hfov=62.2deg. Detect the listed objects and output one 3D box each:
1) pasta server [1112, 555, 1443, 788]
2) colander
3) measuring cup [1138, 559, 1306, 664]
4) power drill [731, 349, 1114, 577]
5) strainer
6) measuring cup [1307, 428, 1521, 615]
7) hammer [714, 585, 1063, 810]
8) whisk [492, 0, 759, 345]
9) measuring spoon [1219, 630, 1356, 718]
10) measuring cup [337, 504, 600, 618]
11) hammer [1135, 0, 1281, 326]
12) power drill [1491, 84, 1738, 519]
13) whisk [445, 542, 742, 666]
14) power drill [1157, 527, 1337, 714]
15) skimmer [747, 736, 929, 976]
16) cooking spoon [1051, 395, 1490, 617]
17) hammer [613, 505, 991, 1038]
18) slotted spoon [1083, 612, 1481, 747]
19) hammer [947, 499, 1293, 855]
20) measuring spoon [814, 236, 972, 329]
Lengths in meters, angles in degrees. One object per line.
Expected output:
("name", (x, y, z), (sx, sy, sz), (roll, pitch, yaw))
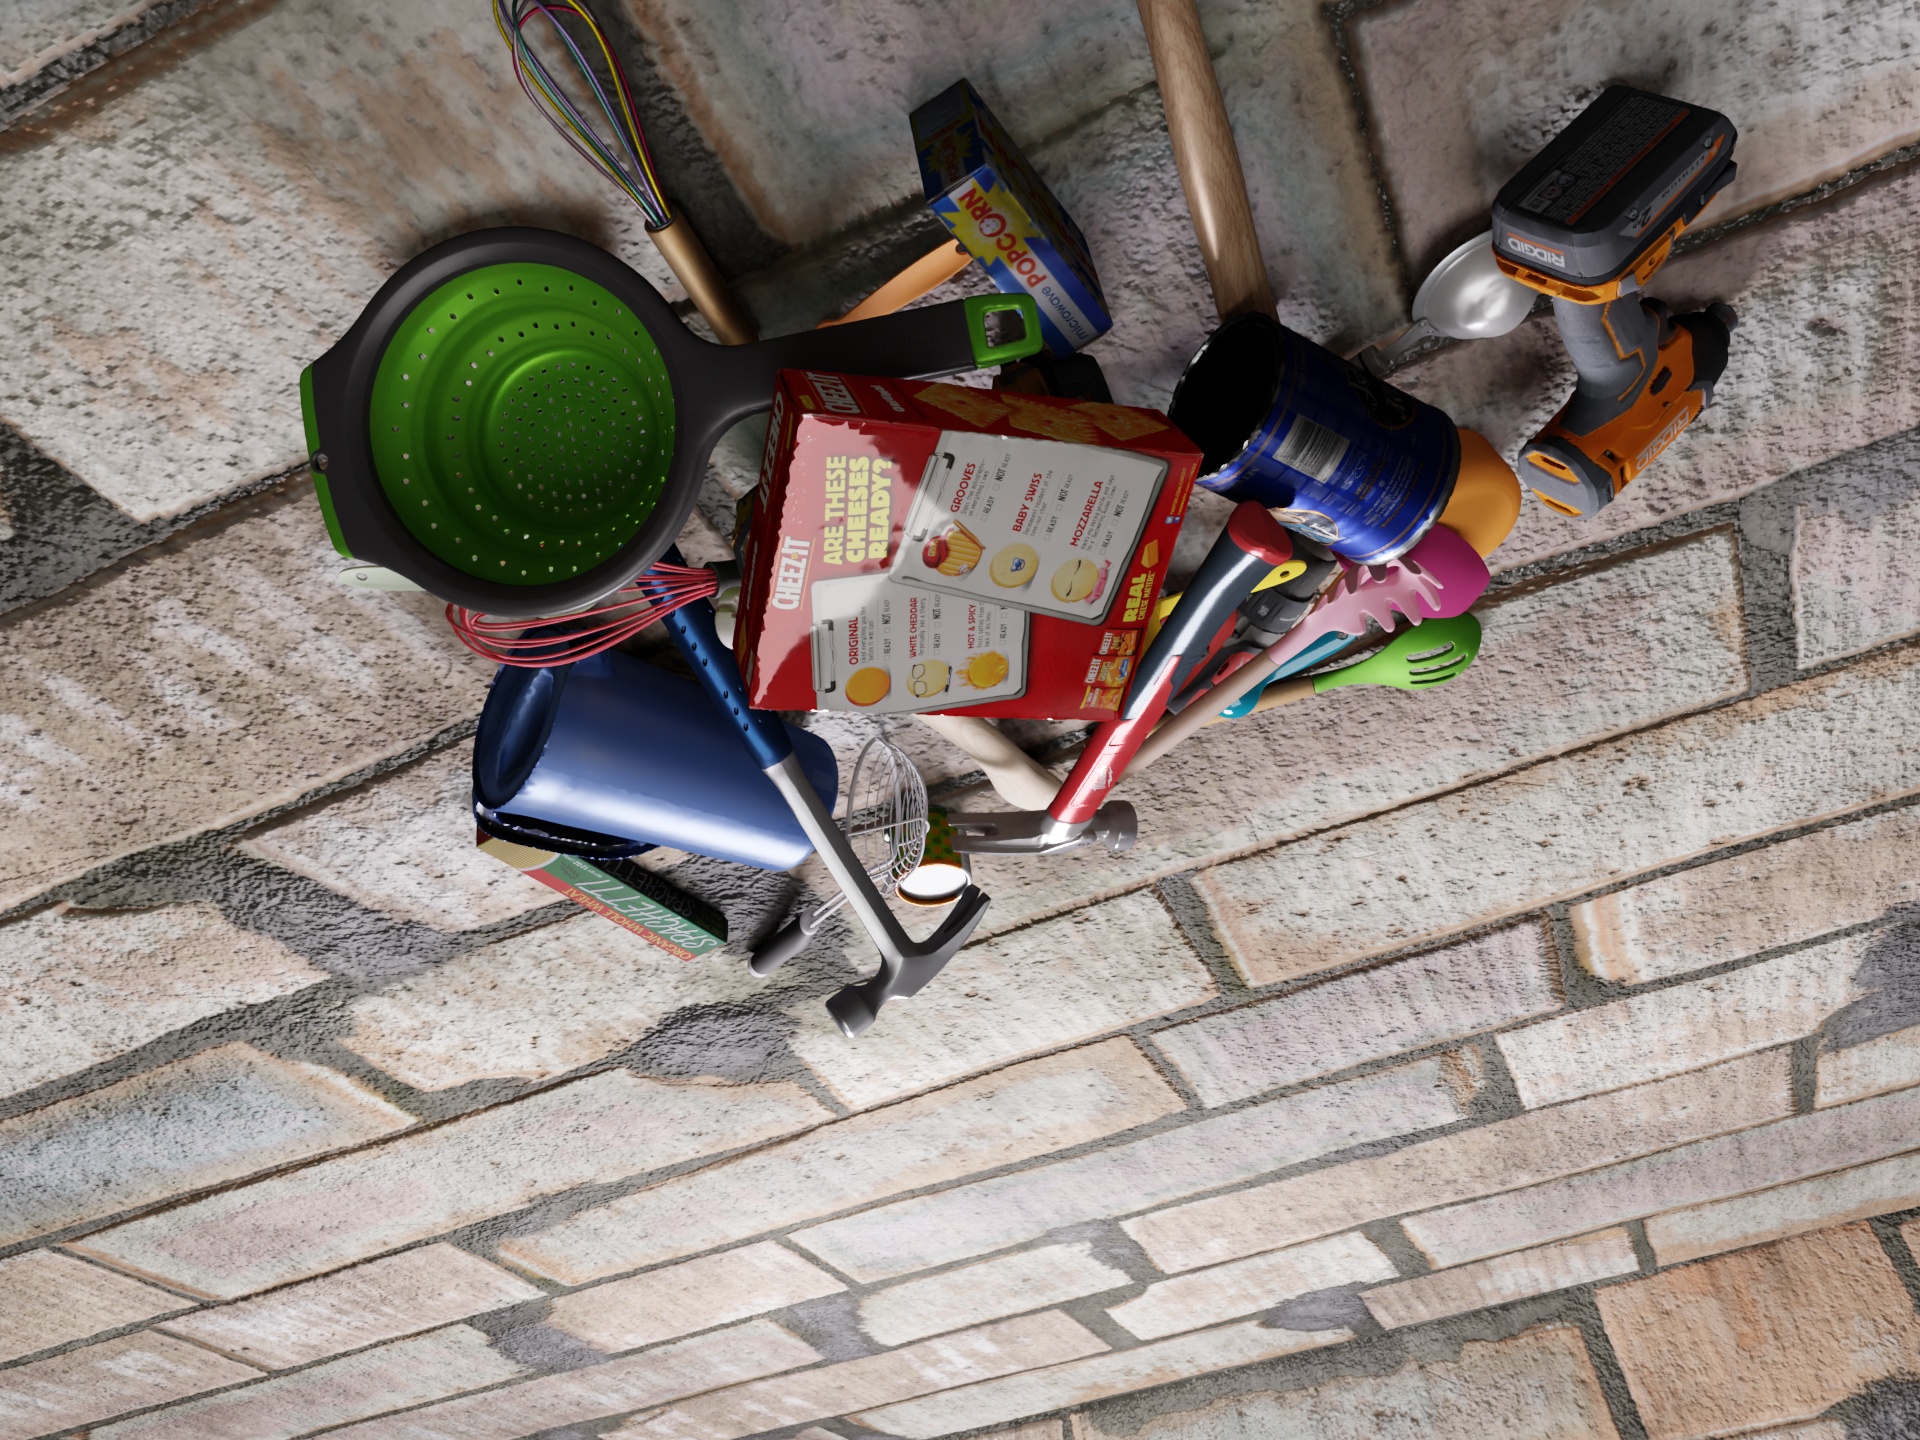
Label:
("pasta server", (0.198, -0.024, 1.093), (0.060, 0.040, 0.316), (20, 139, -30))
("colander", (-0.150, -0.174, 0.871), (0.397, 0.204, 0.094), (-10, -176, 7))
("measuring cup", (0.150, -0.068, 1.028), (0.156, 0.029, 0.062), (-18, 144, 9))
("power drill", (-0.028, -0.144, 0.939), (0.226, 0.185, 0.084), (-23, 107, -1))
("strainer", (0.260, -0.221, 0.970), (0.258, 0.050, 0.086), (-31, 151, 31))
("measuring cup", (0.301, -0.112, 1.067), (0.095, 0.052, 0.173), (23, 117, -36))
("hammer", (-0.002, -0.004, 1.102), (0.146, 0.038, 0.410), (2, 163, 25))
("whisk", (-0.163, -0.277, 0.825), (0.047, 0.051, 0.244), (-22, 142, 9))
("measuring spoon", (0.242, -0.040, 1.192), (0.128, 0.021, 0.042), (-29, 100, 18))
("measuring cup", (-0.310, -0.104, 1.018), (0.167, 0.038, 0.083), (-1, 141, -5))
("hammer", (0.125, -0.318, 0.831), (0.130, 0.031, 0.331), (-17, 141, 12))
("power drill", (0.387, -0.242, 0.912), (0.164, 0.084, 0.226), (-43, 140, -9))
("whisk", (-0.172, -0.085, 0.983), (0.295, 0.073, 0.073), (-13, 149, -35))
("power drill", (0.134, -0.086, 1.088), (0.226, 0.080, 0.187), (10, 138, -26))
("skimmer", (-0.125, 0.134, 1.311), (0.090, 0.127, 0.363), (25, 143, -18))
("cooking spoon", (0.197, -0.138, 1.015), (0.318, 0.017, 0.068), (22, 129, -12))
("hammer", (-0.116, 0.031, 1.093), (0.144, 0.035, 0.405), (-36, 115, -14))
("slotted spoon", (0.247, -0.019, 1.226), (0.314, 0.031, 0.070), (-15, 134, 11))
("hammer", (0.103, -0.011, 1.038), (0.143, 0.038, 0.386), (0, 149, -17))
("measuring spoon", (-0.036, -0.248, 0.909), (0.117, 0.011, 0.021), (-28, 137, 18))
